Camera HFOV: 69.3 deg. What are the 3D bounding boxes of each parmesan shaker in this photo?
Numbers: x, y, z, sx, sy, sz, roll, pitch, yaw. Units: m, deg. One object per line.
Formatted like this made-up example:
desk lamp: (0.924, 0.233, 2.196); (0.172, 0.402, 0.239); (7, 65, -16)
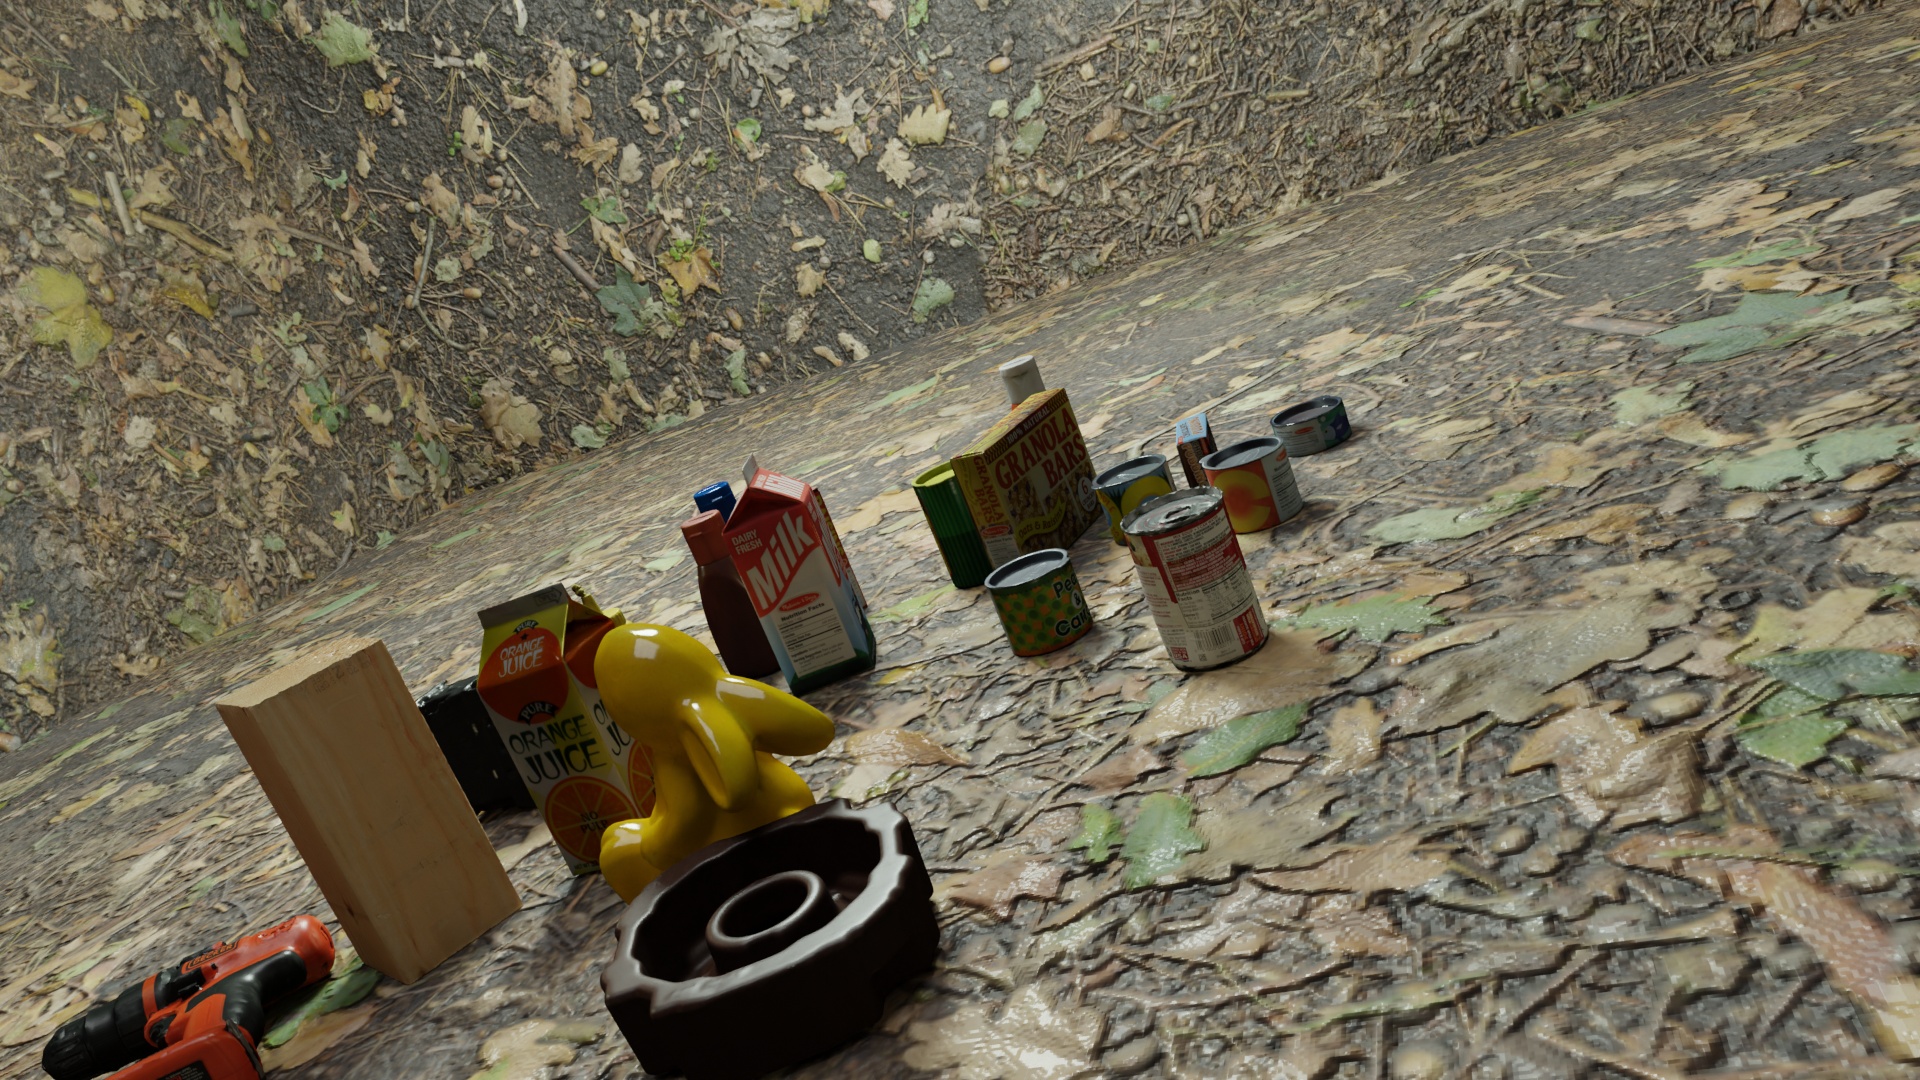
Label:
parmesan shaker: (0.004, -0.016, 1.239); (0.071, 0.103, 0.071); (-20, 15, 6)

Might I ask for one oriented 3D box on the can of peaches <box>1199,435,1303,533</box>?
can of peaches: (0.232, -0.044, 1.110); (0.071, 0.058, 0.071); (-20, 15, 6)

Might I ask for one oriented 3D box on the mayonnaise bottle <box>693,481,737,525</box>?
mayonnaise bottle: (-0.212, 0.016, 1.342); (0.065, 0.147, 0.041); (-25, 15, -14)

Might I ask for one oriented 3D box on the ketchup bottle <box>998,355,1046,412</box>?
ketchup bottle: (0.080, -0.107, 1.367); (0.064, 0.148, 0.044); (-19, 15, 10)

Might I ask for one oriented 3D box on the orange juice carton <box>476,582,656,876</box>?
orange juice carton: (-0.259, 0.123, 0.943); (0.072, 0.192, 0.073); (-17, 15, 18)

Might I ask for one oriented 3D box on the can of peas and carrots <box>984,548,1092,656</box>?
can of peas and carrots: (0.061, 0.045, 1.032); (0.071, 0.058, 0.071); (-20, 15, 6)

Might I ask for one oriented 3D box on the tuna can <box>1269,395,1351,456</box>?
tuna can: (0.316, -0.103, 1.249); (0.071, 0.032, 0.071); (-20, 15, 6)

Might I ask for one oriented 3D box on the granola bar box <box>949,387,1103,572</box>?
granola bar box: (0.064, -0.050, 1.235); (0.039, 0.124, 0.166); (-12, 18, 34)

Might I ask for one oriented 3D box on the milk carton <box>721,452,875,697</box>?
milk carton: (-0.137, 0.022, 1.135); (0.073, 0.190, 0.072); (-21, 14, 3)

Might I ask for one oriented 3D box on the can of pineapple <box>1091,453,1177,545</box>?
can of pineapple: (0.152, -0.034, 1.187); (0.071, 0.057, 0.071); (-20, 15, 6)

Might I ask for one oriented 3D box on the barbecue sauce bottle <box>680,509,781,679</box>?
barbecue sauce bottle: (-0.199, 0.047, 1.214); (0.065, 0.148, 0.044); (-17, 15, 18)

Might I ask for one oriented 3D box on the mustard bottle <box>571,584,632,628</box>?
mustard bottle: (-0.262, 0.104, 1.078); (0.049, 0.160, 0.065); (-25, 15, -11)

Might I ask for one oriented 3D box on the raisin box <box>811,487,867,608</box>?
raisin box: (-0.146, 0.015, 1.301); (0.040, 0.123, 0.086); (-33, 18, -36)

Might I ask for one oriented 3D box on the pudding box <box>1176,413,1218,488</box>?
pudding box: (0.219, -0.082, 1.276); (0.030, 0.049, 0.084); (-18, 15, 15)
